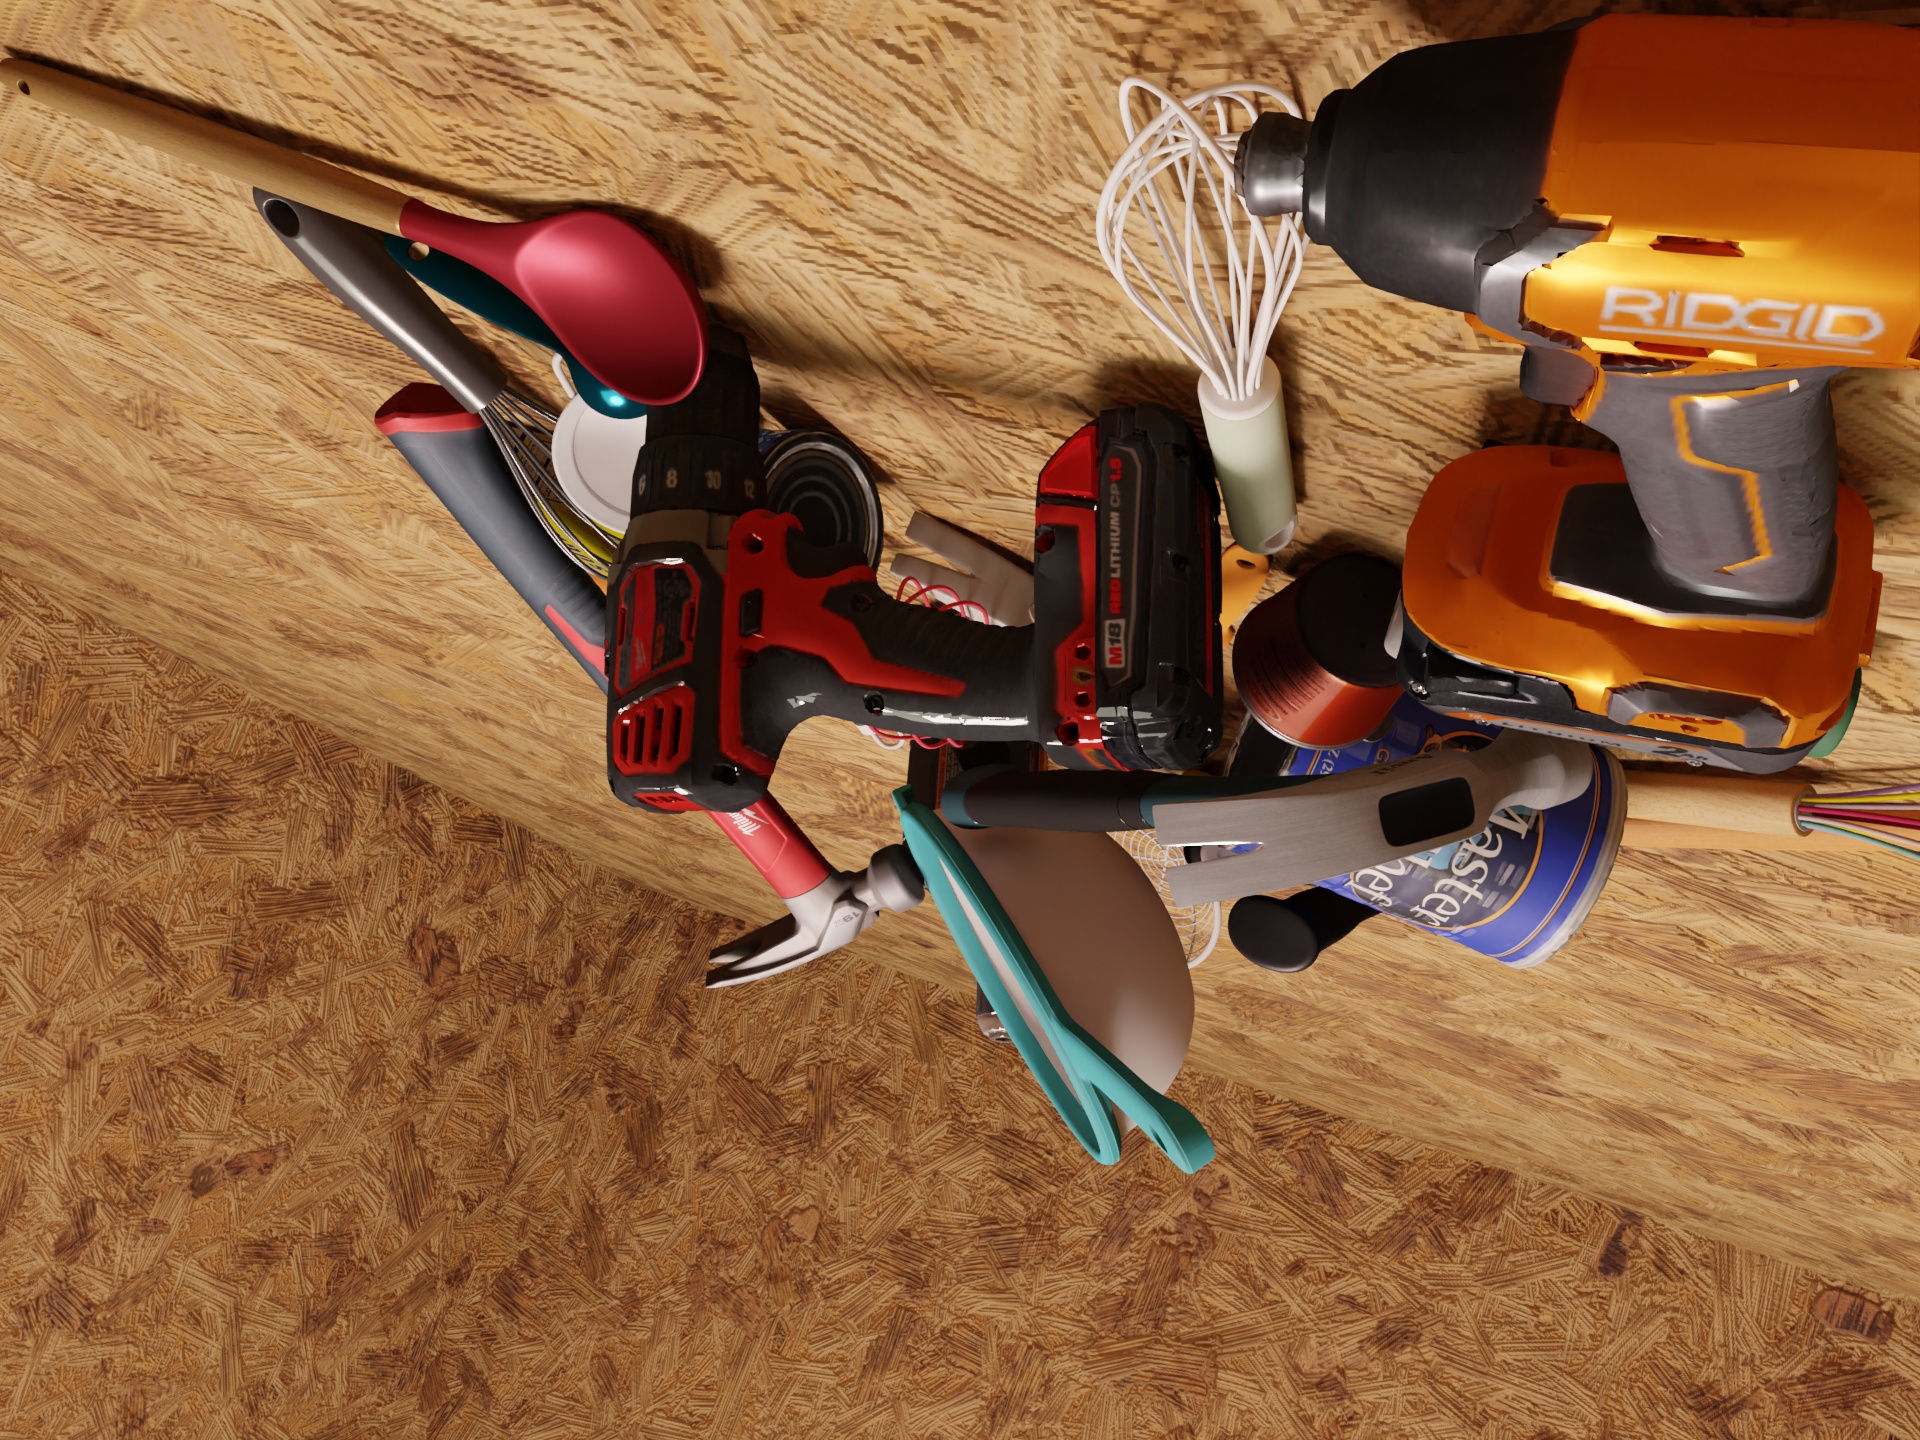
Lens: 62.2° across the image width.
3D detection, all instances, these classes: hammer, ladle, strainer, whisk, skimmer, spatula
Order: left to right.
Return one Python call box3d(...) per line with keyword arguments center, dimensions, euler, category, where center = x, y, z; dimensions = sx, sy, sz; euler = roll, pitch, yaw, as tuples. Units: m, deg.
box3d(center=(-0.229, -0.195, 0.596), dimensions=(0.315, 0.031, 0.069), euler=(22, 131, 9), category="ladle")
box3d(center=(-0.208, -0.142, 0.691), dimensions=(0.055, 0.055, 0.238), euler=(6, 148, 48), category="whisk")
box3d(center=(-0.175, -0.006, 0.829), dimensions=(0.143, 0.038, 0.385), euler=(-26, 123, 15), category="hammer")
box3d(center=(-0.098, -0.074, 0.726), dimensions=(0.087, 0.050, 0.258), euler=(-28, 123, 13), category="strainer")
box3d(center=(-0.056, -0.041, 0.916), dimensions=(0.146, 0.038, 0.411), euler=(29, 165, -24), category="hammer")
box3d(center=(-0.001, -0.003, 0.786), dimensions=(0.073, 0.073, 0.295), euler=(18, 170, 13), category="whisk")
box3d(center=(0.075, 0.124, 0.770), dimensions=(0.211, 0.095, 0.340), euler=(63, 170, -13), category="strainer")
box3d(center=(0.107, 0.093, 0.891), dimensions=(0.127, 0.090, 0.363), euler=(53, 180, 6), category="skimmer")
box3d(center=(0.076, 0.032, 0.623), dimensions=(0.128, 0.033, 0.331), euler=(-15, -176, -24), category="hammer")
box3d(center=(0.081, -0.104, 0.470), dimensions=(0.059, 0.058, 0.246), euler=(53, -178, 22), category="whisk")
box3d(center=(0.206, 0.100, 0.843), dimensions=(0.146, 0.035, 0.334), euler=(18, -175, 22), category="hammer")
box3d(center=(0.318, 0.059, 0.726), dimensions=(0.081, 0.041, 0.323), euler=(15, 169, -29), category="spatula")
box3d(center=(0.349, 0.041, 0.614), dimensions=(0.047, 0.051, 0.245), euler=(23, 170, -32), category="whisk")

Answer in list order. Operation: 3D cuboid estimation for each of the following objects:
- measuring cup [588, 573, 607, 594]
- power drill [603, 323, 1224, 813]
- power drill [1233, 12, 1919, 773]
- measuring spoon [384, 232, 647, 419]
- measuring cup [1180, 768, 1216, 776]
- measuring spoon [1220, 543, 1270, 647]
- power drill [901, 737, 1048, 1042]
box3d(center=(-0.190, -0.064, 0.986), dimensions=(0.095, 0.052, 0.173), euler=(16, 163, 21), category="measuring cup")
box3d(center=(-0.024, -0.062, 0.577), dimensions=(0.227, 0.188, 0.080), euler=(-3, 168, 18), category="power drill")
box3d(center=(0.155, -0.072, 0.384), dimensions=(0.164, 0.084, 0.226), euler=(12, 160, 20), category="power drill")
box3d(center=(-0.171, -0.163, 0.626), dimensions=(0.128, 0.042, 0.021), euler=(29, 172, -2), category="measuring spoon")
box3d(center=(0.117, 0.032, 0.974), dimensions=(0.157, 0.029, 0.062), euler=(26, 180, 36), category="measuring cup")
box3d(center=(0.114, -0.050, 0.676), dimensions=(0.021, 0.011, 0.117), euler=(20, 166, 5), category="measuring spoon")
box3d(center=(0.021, 0.101, 1.031), dimensions=(0.084, 0.185, 0.226), euler=(0, 159, 11), category="power drill")
